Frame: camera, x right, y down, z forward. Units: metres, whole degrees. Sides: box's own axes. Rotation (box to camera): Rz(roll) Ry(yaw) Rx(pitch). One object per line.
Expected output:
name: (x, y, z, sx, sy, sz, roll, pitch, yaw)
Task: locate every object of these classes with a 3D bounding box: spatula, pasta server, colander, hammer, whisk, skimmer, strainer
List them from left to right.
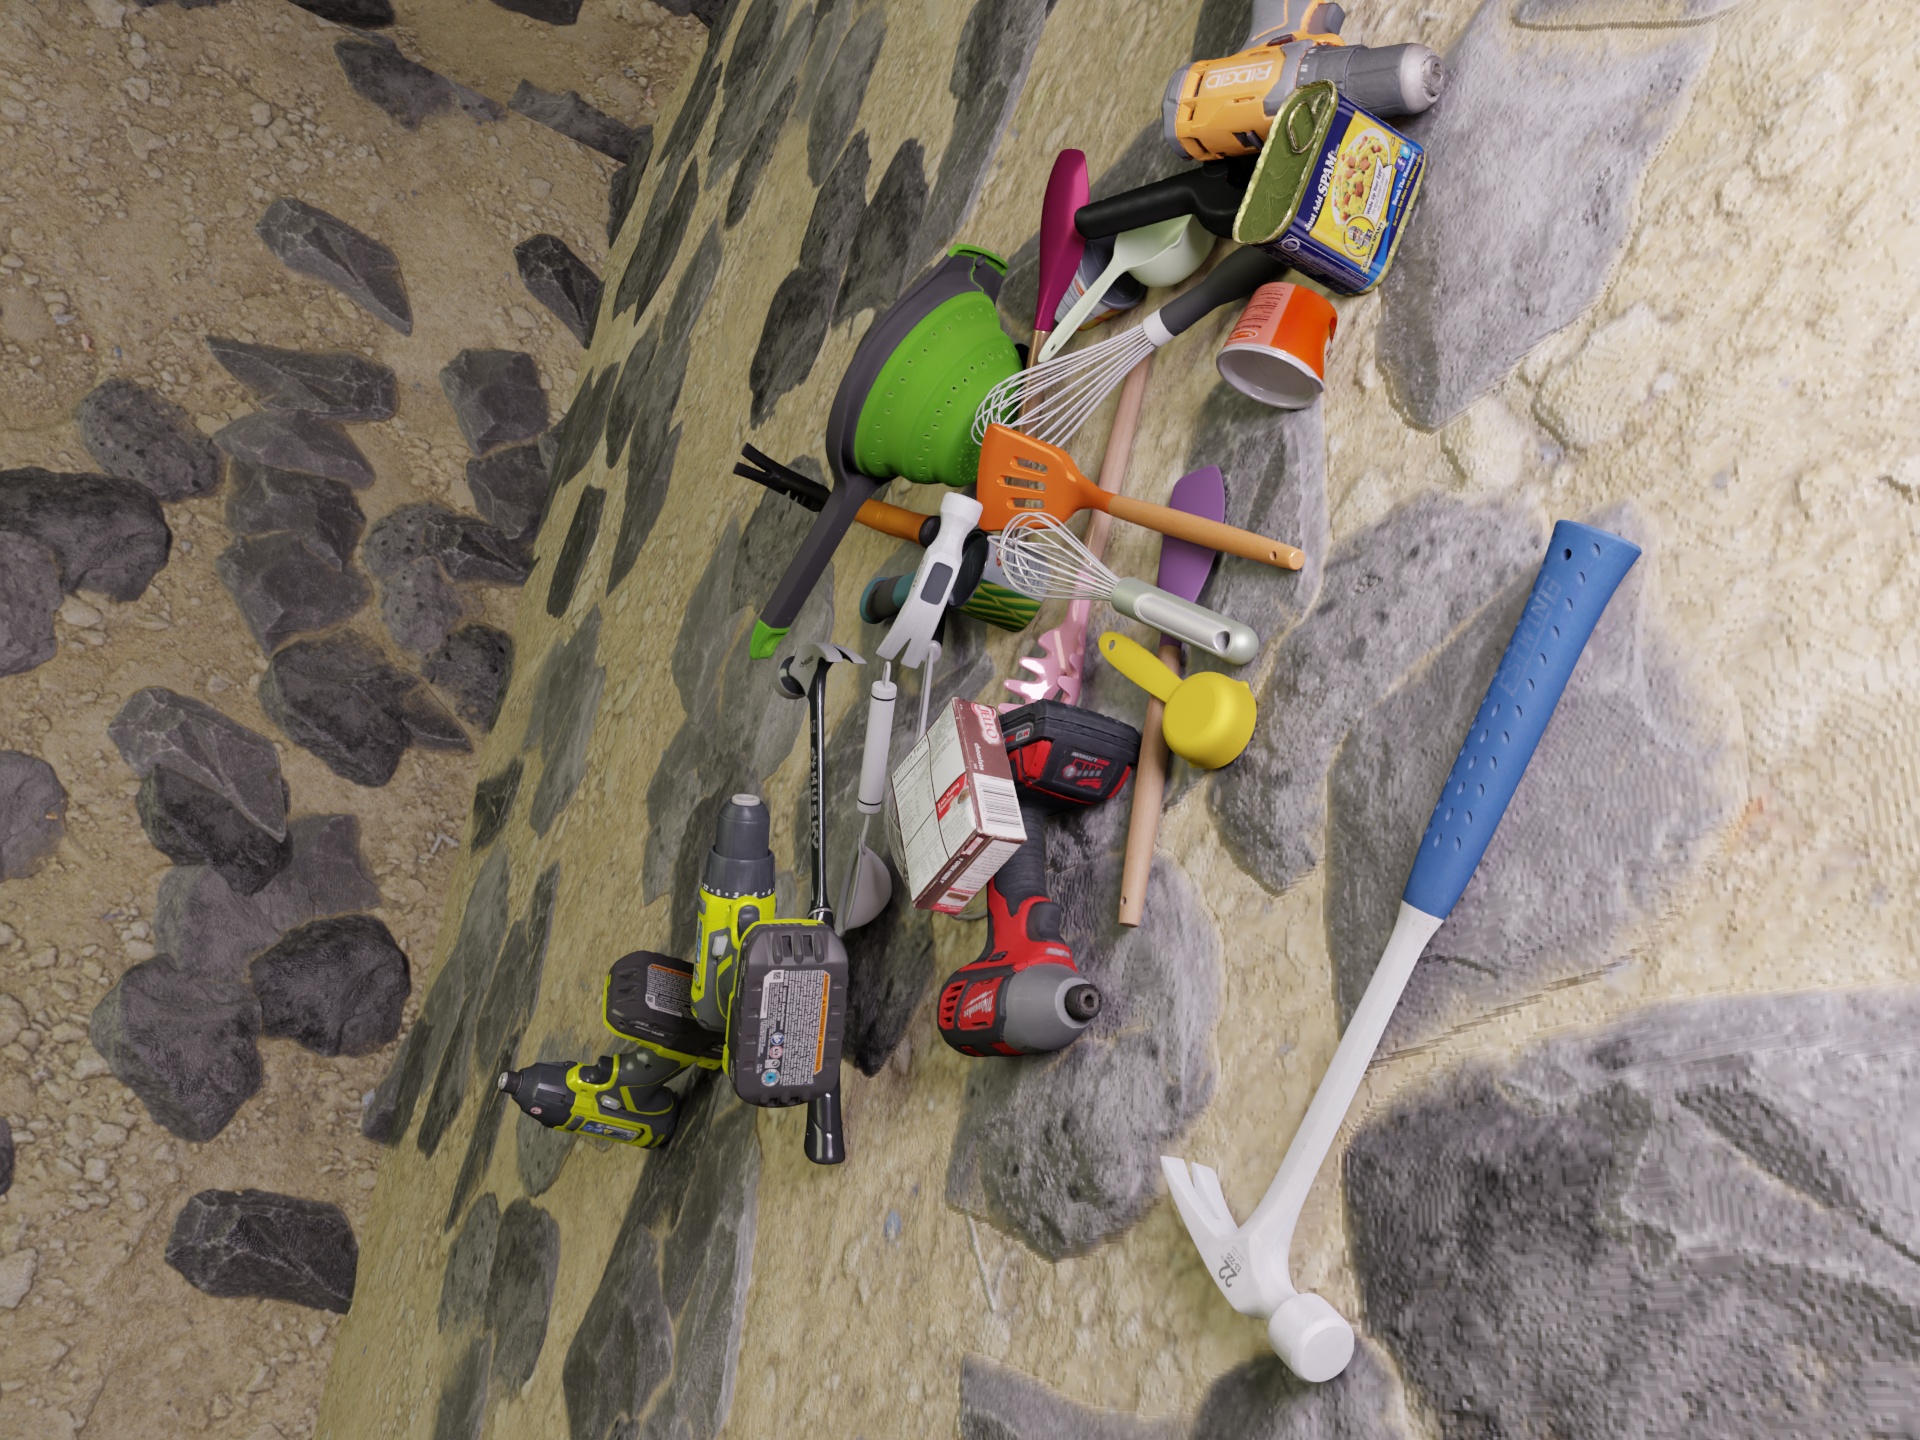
hammer: (-0.108, 0.136, 1.247, 0.149, 0.036, 0.409, 154, 116, -65)
hammer: (-0.102, -0.204, 1.503, 0.337, 0.127, 0.034, 28, 93, 58)
strainer: (-0.071, 0.074, 1.254, 0.087, 0.050, 0.258, -100, 17, -65)
colander: (-0.050, -0.193, 1.319, 0.094, 0.204, 0.397, 38, 110, 16)
hammer: (-0.047, -0.106, 1.310, 0.331, 0.033, 0.128, -174, 104, -79)
skimmer: (-0.002, -0.004, 1.252, 0.127, 0.090, 0.364, -56, 19, 36)
pasta server: (0.093, -0.137, 1.150, 0.060, 0.040, 0.316, -2, 70, 53)
whisk: (0.101, -0.085, 1.037, 0.247, 0.059, 0.057, 31, 110, 47)
spatula: (0.111, -0.139, 1.068, 0.323, 0.041, 0.081, 29, 119, 55)
whisk: (0.119, -0.264, 1.139, 0.284, 0.070, 0.070, -28, 47, 37)
spatula: (0.132, -0.022, 1.017, 0.060, 0.018, 0.316, -15, 58, 54)
hammer: (0.212, 0.098, 0.760, 0.405, 0.035, 0.144, -67, 26, 7)

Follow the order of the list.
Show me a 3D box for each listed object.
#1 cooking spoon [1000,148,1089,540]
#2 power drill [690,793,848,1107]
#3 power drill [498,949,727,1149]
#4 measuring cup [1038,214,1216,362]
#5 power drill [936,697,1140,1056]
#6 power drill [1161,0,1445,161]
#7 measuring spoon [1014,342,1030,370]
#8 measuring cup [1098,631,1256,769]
cooking spoon: (0.059, -0.276, 1.233, 0.069, 0.017, 0.318, 36, 122, 56)
power drill: (-0.154, 0.173, 1.214, 0.229, 0.080, 0.190, -145, 59, -65)
power drill: (-0.310, 0.312, 1.474, 0.223, 0.171, 0.080, -48, 34, 33)
measuring cup: (0.124, -0.322, 1.179, 0.167, 0.038, 0.083, -47, 36, 15)
power drill: (0.050, 0.106, 1.027, 0.143, 0.078, 0.220, -22, 56, 57)
power drill: (0.241, -0.473, 1.024, 0.185, 0.084, 0.226, 10, 78, 42)
measuring spoon: (0.044, -0.256, 1.358, 0.042, 0.021, 0.128, 23, 102, 57)
measuring cup: (0.123, -0.024, 0.989, 0.062, 0.029, 0.157, -58, 40, 9)
